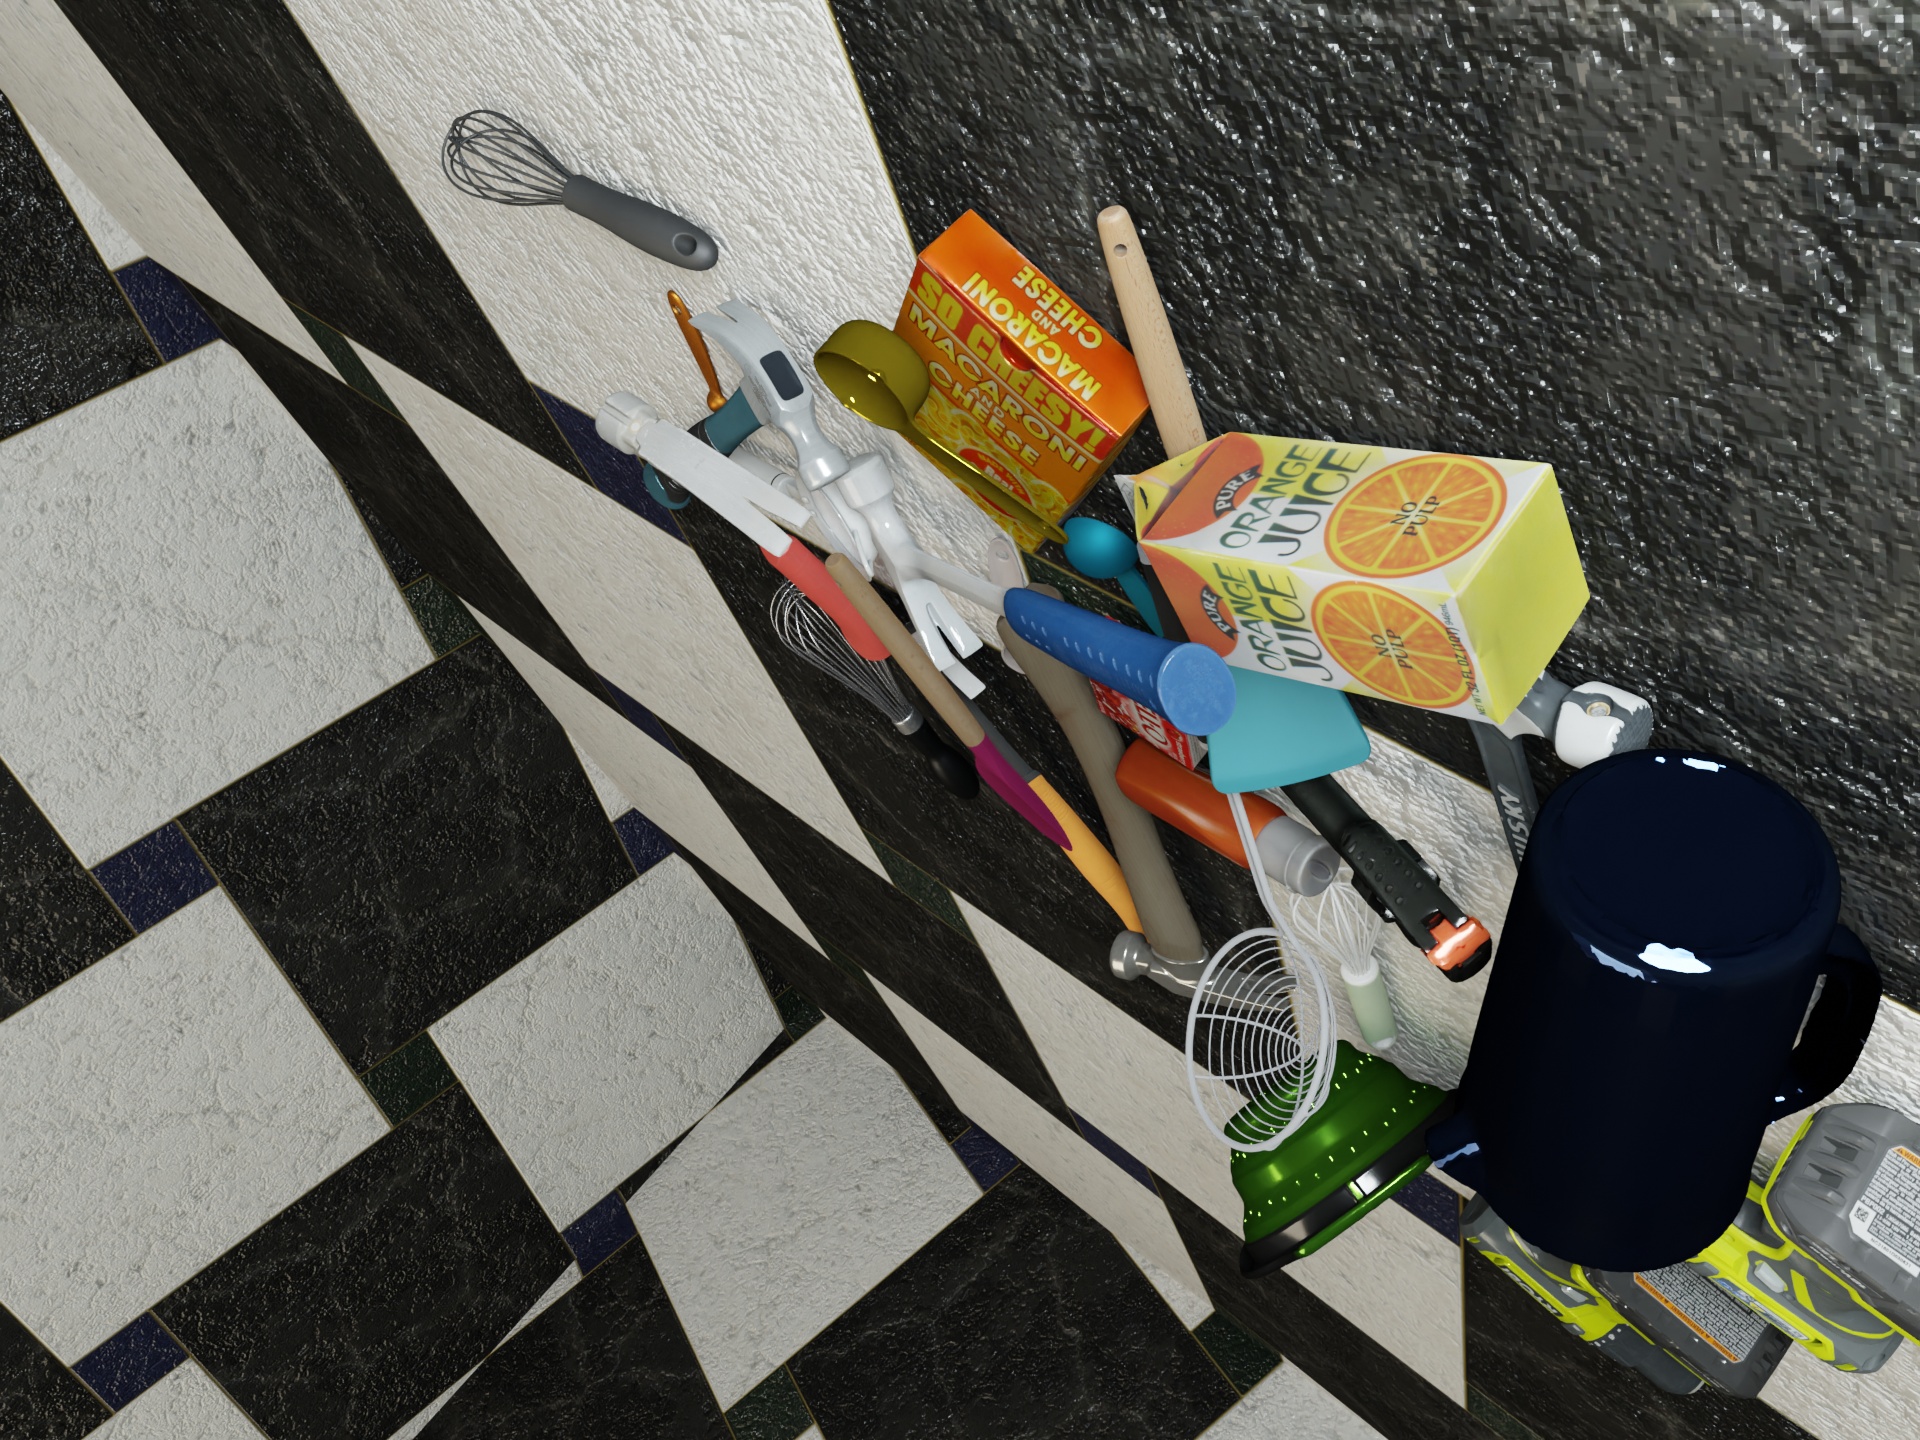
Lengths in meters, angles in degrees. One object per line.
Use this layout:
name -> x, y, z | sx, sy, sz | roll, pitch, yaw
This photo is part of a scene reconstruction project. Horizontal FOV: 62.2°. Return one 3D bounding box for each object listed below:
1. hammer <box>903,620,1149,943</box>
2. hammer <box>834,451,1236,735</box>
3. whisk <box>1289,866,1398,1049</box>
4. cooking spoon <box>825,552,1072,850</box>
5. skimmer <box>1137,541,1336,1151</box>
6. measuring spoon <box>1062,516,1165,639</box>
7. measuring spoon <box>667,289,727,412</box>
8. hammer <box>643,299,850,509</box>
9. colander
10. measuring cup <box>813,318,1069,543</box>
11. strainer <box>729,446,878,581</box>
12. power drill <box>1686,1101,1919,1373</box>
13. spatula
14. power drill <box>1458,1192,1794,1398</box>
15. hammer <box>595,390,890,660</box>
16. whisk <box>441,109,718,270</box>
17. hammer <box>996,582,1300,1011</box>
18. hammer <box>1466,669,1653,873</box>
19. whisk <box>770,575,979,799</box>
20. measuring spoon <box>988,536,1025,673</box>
hammer -> 0.069, 0.065, 1.202 | 0.336, 0.034, 0.127 | 50, -179, -31
hammer -> 0.030, -0.056, 0.844 | 0.144, 0.035, 0.406 | 63, 168, -23
whisk -> 0.257, 0.157, 1.031 | 0.246, 0.058, 0.059 | 59, -169, -50
cooking spoon -> -0.002, -0.003, 1.027 | 0.069, 0.017, 0.318 | 32, 166, 44
skimmer -> 0.132, 0.074, 0.876 | 0.127, 0.090, 0.363 | 38, 152, 62
measuring spoon -> 0.091, -0.065, 0.858 | 0.042, 0.021, 0.128 | 13, 158, 39
measuring spoon -> -0.180, -0.248, 1.083 | 0.021, 0.011, 0.116 | 35, 161, 26
hammer -> -0.166, -0.191, 1.082 | 0.128, 0.033, 0.331 | 62, 158, -8
colander -> 0.270, 0.302, 1.186 | 0.094, 0.204, 0.397 | 53, -176, 15
measuring cup -> -0.002, -0.142, 0.787 | 0.156, 0.029, 0.062 | 35, 166, -14
strainer -> -0.116, -0.161, 1.103 | 0.259, 0.050, 0.086 | 34, 158, 44
power drill -> 0.437, 0.264, 0.813 | 0.171, 0.080, 0.223 | 36, 165, 12
spatula -> 0.117, -0.090, 0.734 | 0.082, 0.044, 0.317 | -14, 132, 16
power drill -> 0.458, 0.388, 1.074 | 0.190, 0.080, 0.228 | 40, 166, 9
hammer -> -0.101, -0.099, 1.041 | 0.149, 0.037, 0.358 | 35, 177, 21
whisk -> -0.237, -0.322, 0.978 | 0.239, 0.055, 0.055 | 30, 159, 26
hammer -> 0.122, 0.066, 1.091 | 0.146, 0.038, 0.410 | 8, 142, 33
hammer -> 0.297, 0.102, 0.813 | 0.149, 0.036, 0.408 | 28, 158, 44
whisk -> -0.060, -0.020, 1.294 | 0.070, 0.070, 0.284 | 22, 158, 49
measuring spoon -> 0.037, -0.075, 1.012 | 0.034, 0.018, 0.124 | 7, 142, 20
